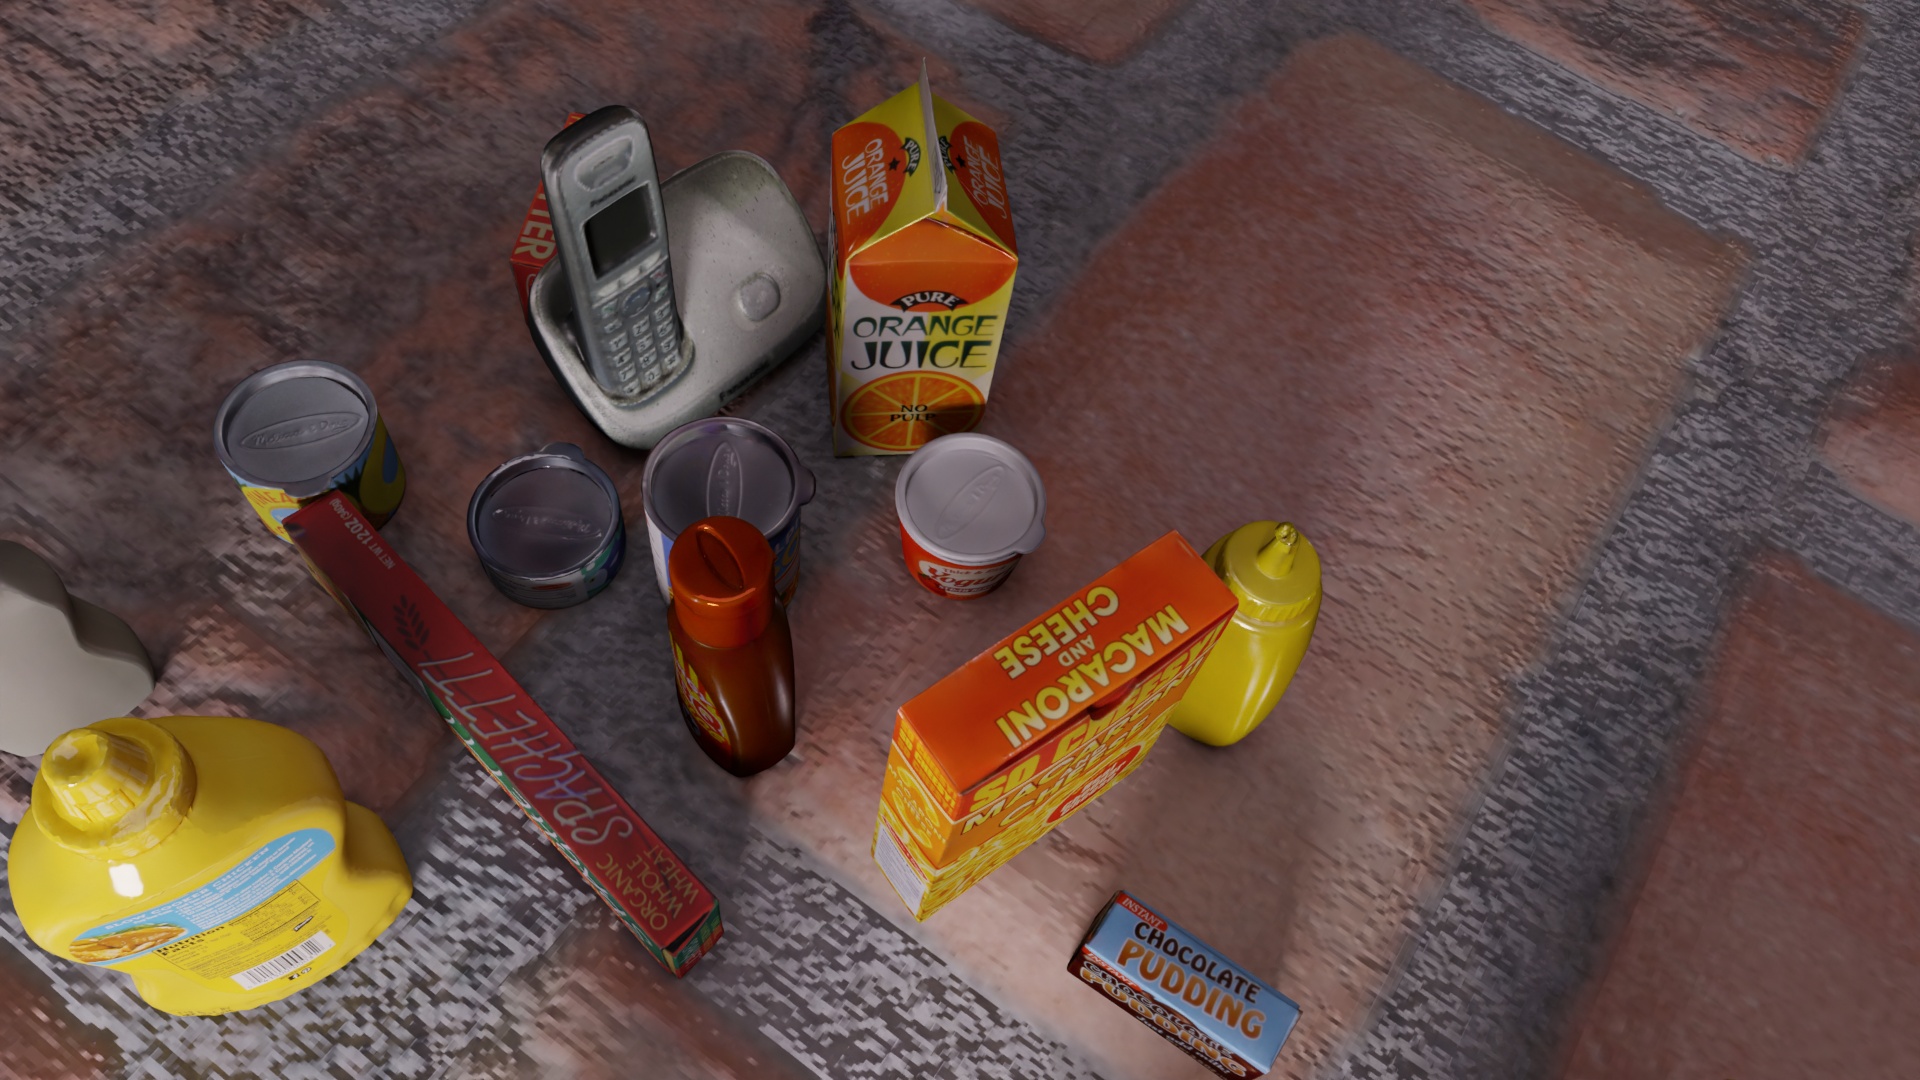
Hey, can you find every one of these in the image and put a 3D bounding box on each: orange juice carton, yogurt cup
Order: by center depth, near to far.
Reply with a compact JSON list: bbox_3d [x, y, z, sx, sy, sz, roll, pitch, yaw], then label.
[{"bbox_3d":[-0.021,-0.117,0.618,0.073,0.191,0.072,-3,62,-9],"label":"orange juice carton"},{"bbox_3d":[0.002,-0.008,0.640,0.072,0.053,0.073,3,61,-6],"label":"yogurt cup"}]

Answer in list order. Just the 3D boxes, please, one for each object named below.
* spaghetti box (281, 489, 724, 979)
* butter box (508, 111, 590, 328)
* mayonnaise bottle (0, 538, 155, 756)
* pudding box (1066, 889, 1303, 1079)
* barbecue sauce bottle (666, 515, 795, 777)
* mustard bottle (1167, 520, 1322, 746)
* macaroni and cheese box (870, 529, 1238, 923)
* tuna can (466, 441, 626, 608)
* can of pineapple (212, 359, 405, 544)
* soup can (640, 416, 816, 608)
[{"bbox_3d":[-0.189,0.077,0.570,0.250,0.050,0.029,42,65,16],"label":"spaghetti box"},{"bbox_3d":[-0.197,-0.160,0.699,0.024,0.053,0.104,11,60,-1],"label":"butter box"},{"bbox_3d":[-0.360,0.032,0.517,0.065,0.147,0.041,-31,69,-21],"label":"mayonnaise bottle"},{"bbox_3d":[0.087,0.177,0.550,0.084,0.049,0.030,32,62,11],"label":"pudding box"},{"bbox_3d":[-0.091,0.041,0.546,0.044,0.147,0.065,-28,68,-20],"label":"barbecue sauce bottle"},{"bbox_3d":[0.115,0.033,0.571,0.065,0.159,0.049,39,64,14],"label":"mustard bottle"},{"bbox_3d":[0.030,0.077,0.531,0.124,0.165,0.040,-31,69,-21],"label":"macaroni and cheese box"},{"bbox_3d":[-0.185,-0.007,0.627,0.071,0.032,0.071,3,61,-6],"label":"tuna can"},{"bbox_3d":[-0.287,-0.036,0.616,0.071,0.057,0.071,3,61,-6],"label":"can of pineapple"},{"bbox_3d":[-0.100,-0.004,0.607,0.071,0.083,0.071,3,61,-5],"label":"soup can"}]
